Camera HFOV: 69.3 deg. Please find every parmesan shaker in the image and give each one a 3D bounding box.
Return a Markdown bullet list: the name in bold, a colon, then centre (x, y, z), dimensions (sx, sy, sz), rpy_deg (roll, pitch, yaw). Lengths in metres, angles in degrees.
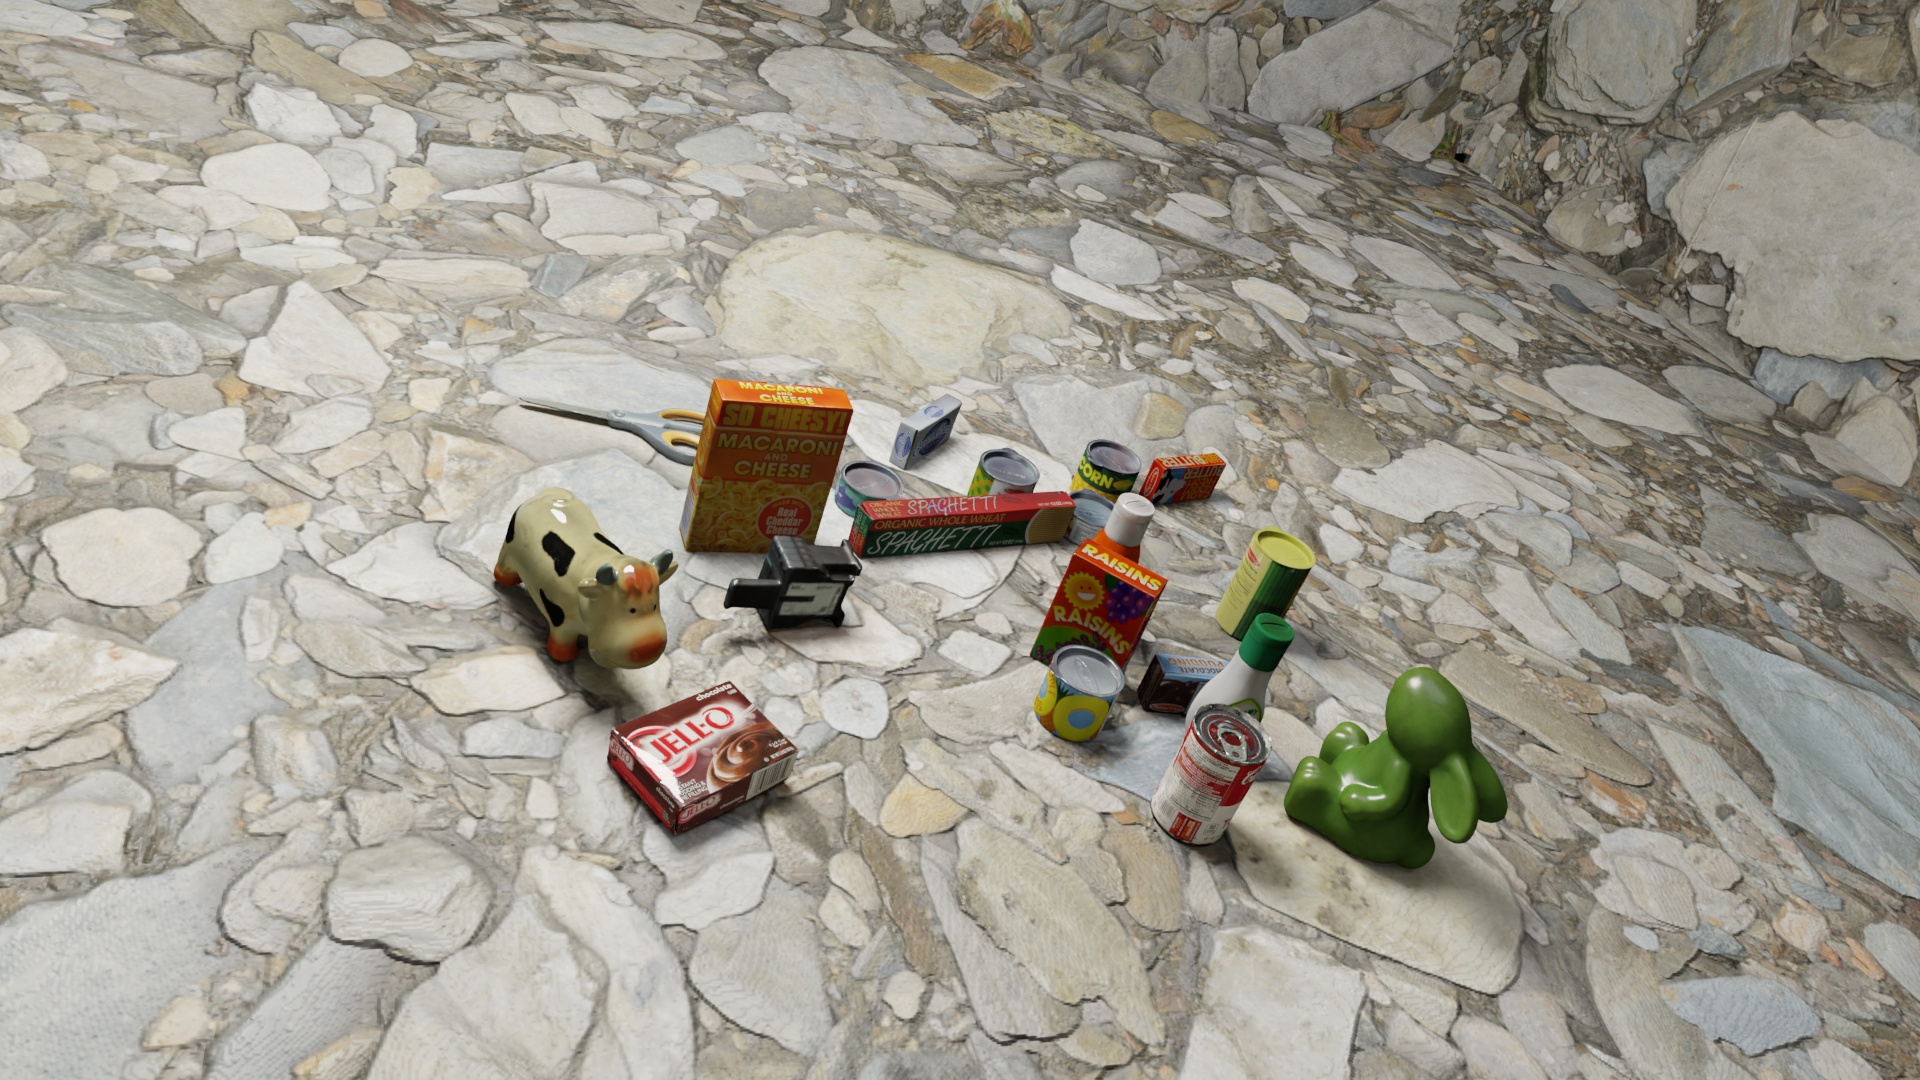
- **parmesan shaker**: centre (0.310, 0.046, 1.422), dimensions (0.071, 0.102, 0.072), rpy_deg (14, 33, -9)

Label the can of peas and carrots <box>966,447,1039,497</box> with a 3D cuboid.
- **can of peas and carrots**: centre (0.043, -0.056, 1.468), dimensions (0.071, 0.058, 0.071), rpy_deg (14, 33, -9)

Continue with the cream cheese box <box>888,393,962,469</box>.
- **cream cheese box**: centre (-0.038, -0.120, 1.523), dimensions (0.024, 0.053, 0.104), rpy_deg (30, 34, 15)

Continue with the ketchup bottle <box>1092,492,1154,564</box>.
- **ketchup bottle**: centre (0.141, 0.024, 1.321), dimensions (0.065, 0.148, 0.044), rpy_deg (-7, 42, -36)

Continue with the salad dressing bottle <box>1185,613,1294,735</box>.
- **salad dressing bottle**: centre (0.246, 0.130, 1.223), dimensions (0.064, 0.146, 0.044), rpy_deg (8, 34, -18)

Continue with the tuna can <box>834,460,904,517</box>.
- **tuna can**: centre (-0.091, -0.048, 1.408), dimensions (0.071, 0.032, 0.071), rpy_deg (14, 33, -9)

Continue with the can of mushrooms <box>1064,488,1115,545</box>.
- **can of mushrooms**: centre (0.138, -0.024, 1.495), dimensions (0.071, 0.033, 0.071), rpy_deg (14, 33, -9)

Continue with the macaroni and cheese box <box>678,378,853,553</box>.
- **macaroni and cheese box**: centre (-0.179, -0.065, 1.262), dimensions (0.124, 0.165, 0.040), rpy_deg (2, 37, -26)

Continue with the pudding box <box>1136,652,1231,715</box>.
- **pudding box**: centre (0.212, 0.135, 1.288), dimensions (0.084, 0.049, 0.030), rpy_deg (7, 35, -19)

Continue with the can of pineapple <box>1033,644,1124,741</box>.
- **can of pineapple**: centre (0.102, 0.134, 1.222), dimensions (0.071, 0.057, 0.071), rpy_deg (14, 33, -9)

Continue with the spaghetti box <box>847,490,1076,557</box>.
- **spaghetti box**: centre (0.005, -0.018, 1.399), dimensions (0.251, 0.050, 0.029), rpy_deg (-4, 40, -33)

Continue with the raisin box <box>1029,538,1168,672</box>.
- **raisin box**: centre (0.125, 0.071, 1.267), dimensions (0.086, 0.122, 0.040), rpy_deg (29, 33, 13)

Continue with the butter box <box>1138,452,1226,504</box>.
- **butter box**: centre (0.258, -0.072, 1.612), dimensions (0.104, 0.052, 0.024), rpy_deg (-8, 42, -36)

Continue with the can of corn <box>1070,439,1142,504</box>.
- **can of corn**: centre (0.161, -0.071, 1.553), dimensions (0.071, 0.058, 0.071), rpy_deg (14, 33, -9)
